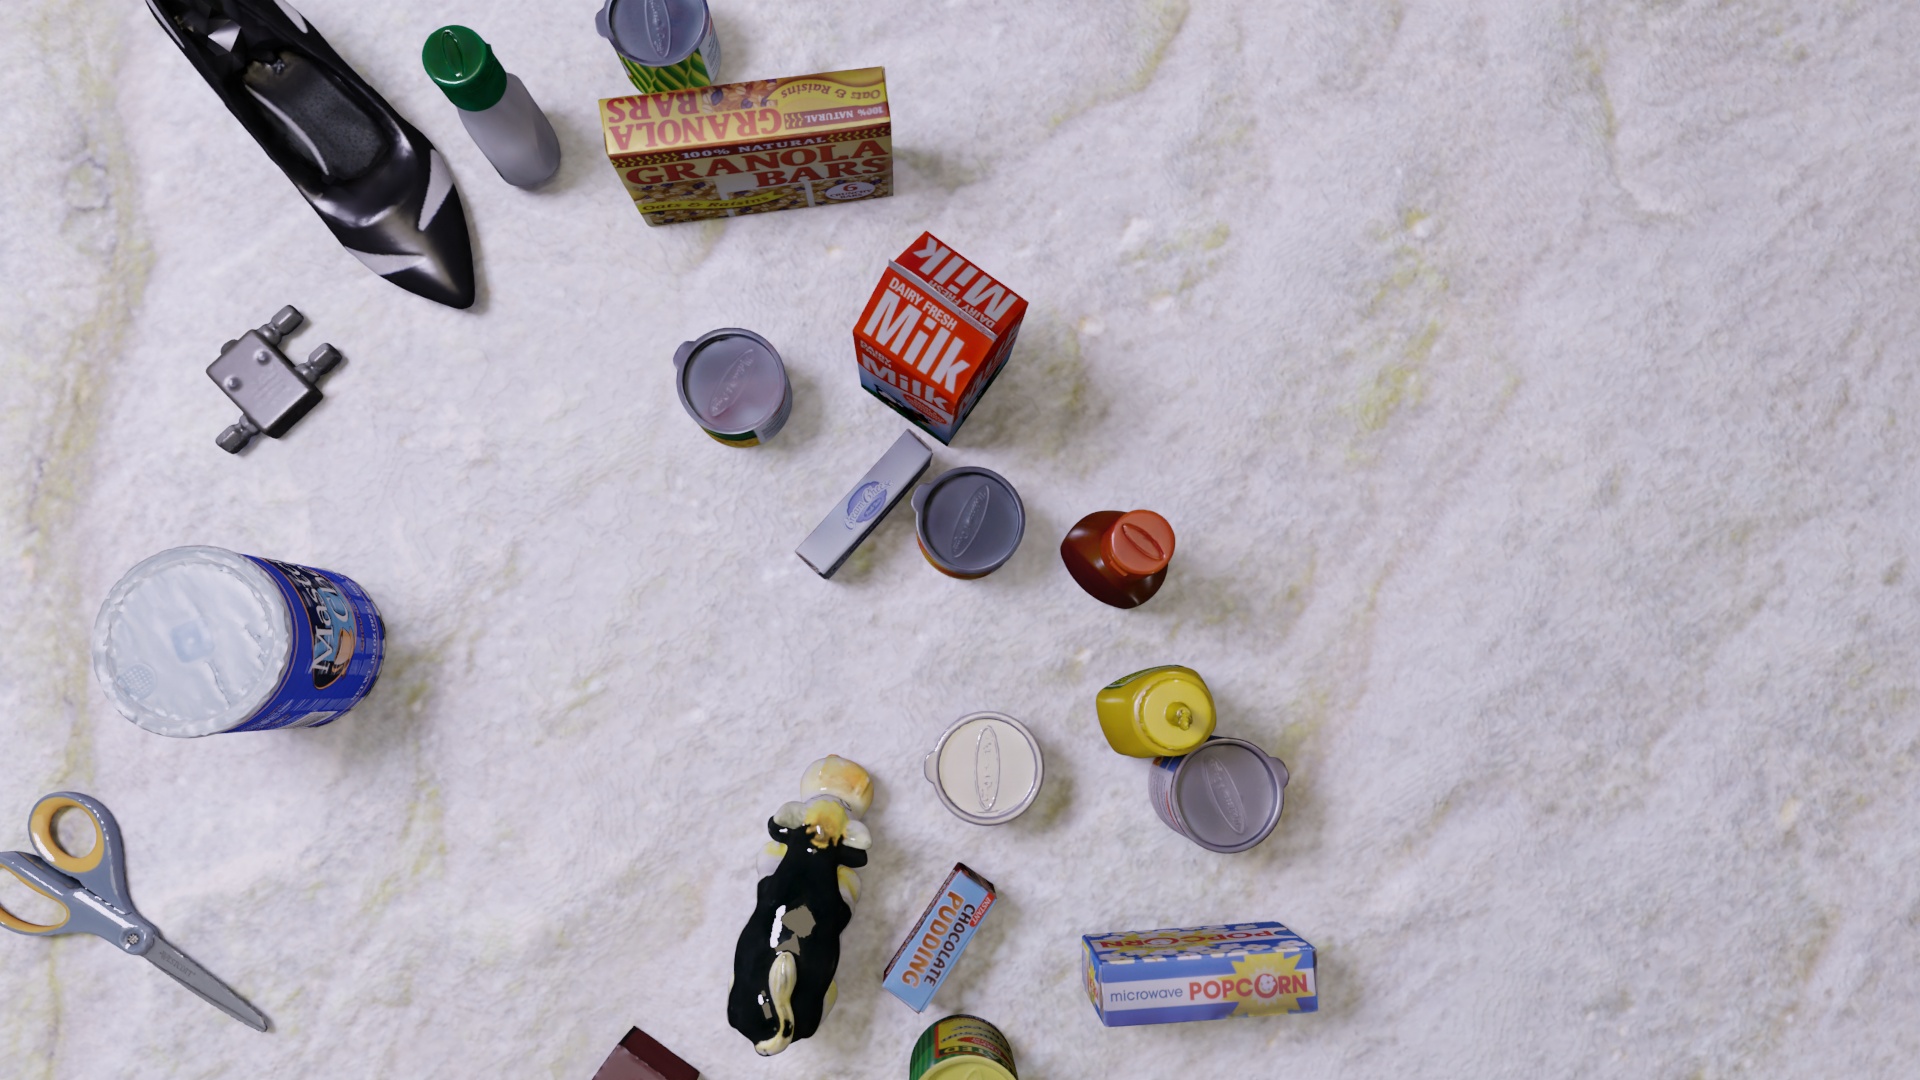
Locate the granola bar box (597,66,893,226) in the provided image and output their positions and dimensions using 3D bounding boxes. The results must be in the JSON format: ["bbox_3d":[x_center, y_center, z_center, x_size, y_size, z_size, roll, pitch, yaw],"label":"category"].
[{"bbox_3d":[-0.125,-0.239,0.854,0.166,0.124,0.039,-8,84,-3],"label":"granola bar box"}]

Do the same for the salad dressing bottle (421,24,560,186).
[{"bbox_3d":[-0.282,-0.262,0.839,0.044,0.147,0.064,-18,85,-4],"label":"salad dressing bottle"}]

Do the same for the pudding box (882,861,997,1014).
[{"bbox_3d":[-0.012,0.240,0.841,0.030,0.049,0.084,35,84,2],"label":"pudding box"}]

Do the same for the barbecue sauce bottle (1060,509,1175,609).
[{"bbox_3d":[0.096,0.009,0.821,0.065,0.148,0.044,42,84,3],"label":"barbecue sauce bottle"}]

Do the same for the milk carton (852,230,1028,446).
[{"bbox_3d":[-0.013,-0.117,0.811,0.072,0.190,0.073,35,84,2],"label":"milk carton"}]

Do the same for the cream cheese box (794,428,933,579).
[{"bbox_3d":[-0.059,-0.021,0.867,0.024,0.053,0.104,42,84,3],"label":"cream cheese box"}]

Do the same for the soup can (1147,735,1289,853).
[{"bbox_3d":[0.155,0.150,0.840,0.071,0.083,0.071,0,84,-2],"label":"soup can"}]

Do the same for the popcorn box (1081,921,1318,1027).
[{"bbox_3d":[0.139,0.256,0.827,0.127,0.085,0.038,-3,84,-2],"label":"popcorn box"}]

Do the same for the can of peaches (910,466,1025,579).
[{"bbox_3d":[0.003,-0.011,0.866,0.071,0.058,0.071,0,84,-2],"label":"can of peaches"}]

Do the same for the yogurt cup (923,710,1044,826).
[{"bbox_3d":[0.015,0.138,0.852,0.072,0.054,0.072,0,84,-2],"label":"yogurt cup"}]

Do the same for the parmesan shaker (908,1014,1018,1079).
[{"bbox_3d":[0.000,0.318,0.806,0.071,0.103,0.071,0,84,-2],"label":"parmesan shaker"}]

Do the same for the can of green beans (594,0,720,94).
[{"bbox_3d":[-0.191,-0.324,0.895,0.071,0.058,0.071,0,84,-2],"label":"can of green beans"}]

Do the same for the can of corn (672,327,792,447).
[{"bbox_3d":[-0.142,-0.096,0.870,0.071,0.058,0.071,0,84,-2],"label":"can of corn"}]

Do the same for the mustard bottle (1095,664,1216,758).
[{"bbox_3d":[0.118,0.099,0.806,0.065,0.160,0.049,-19,85,-4],"label":"mustard bottle"}]
